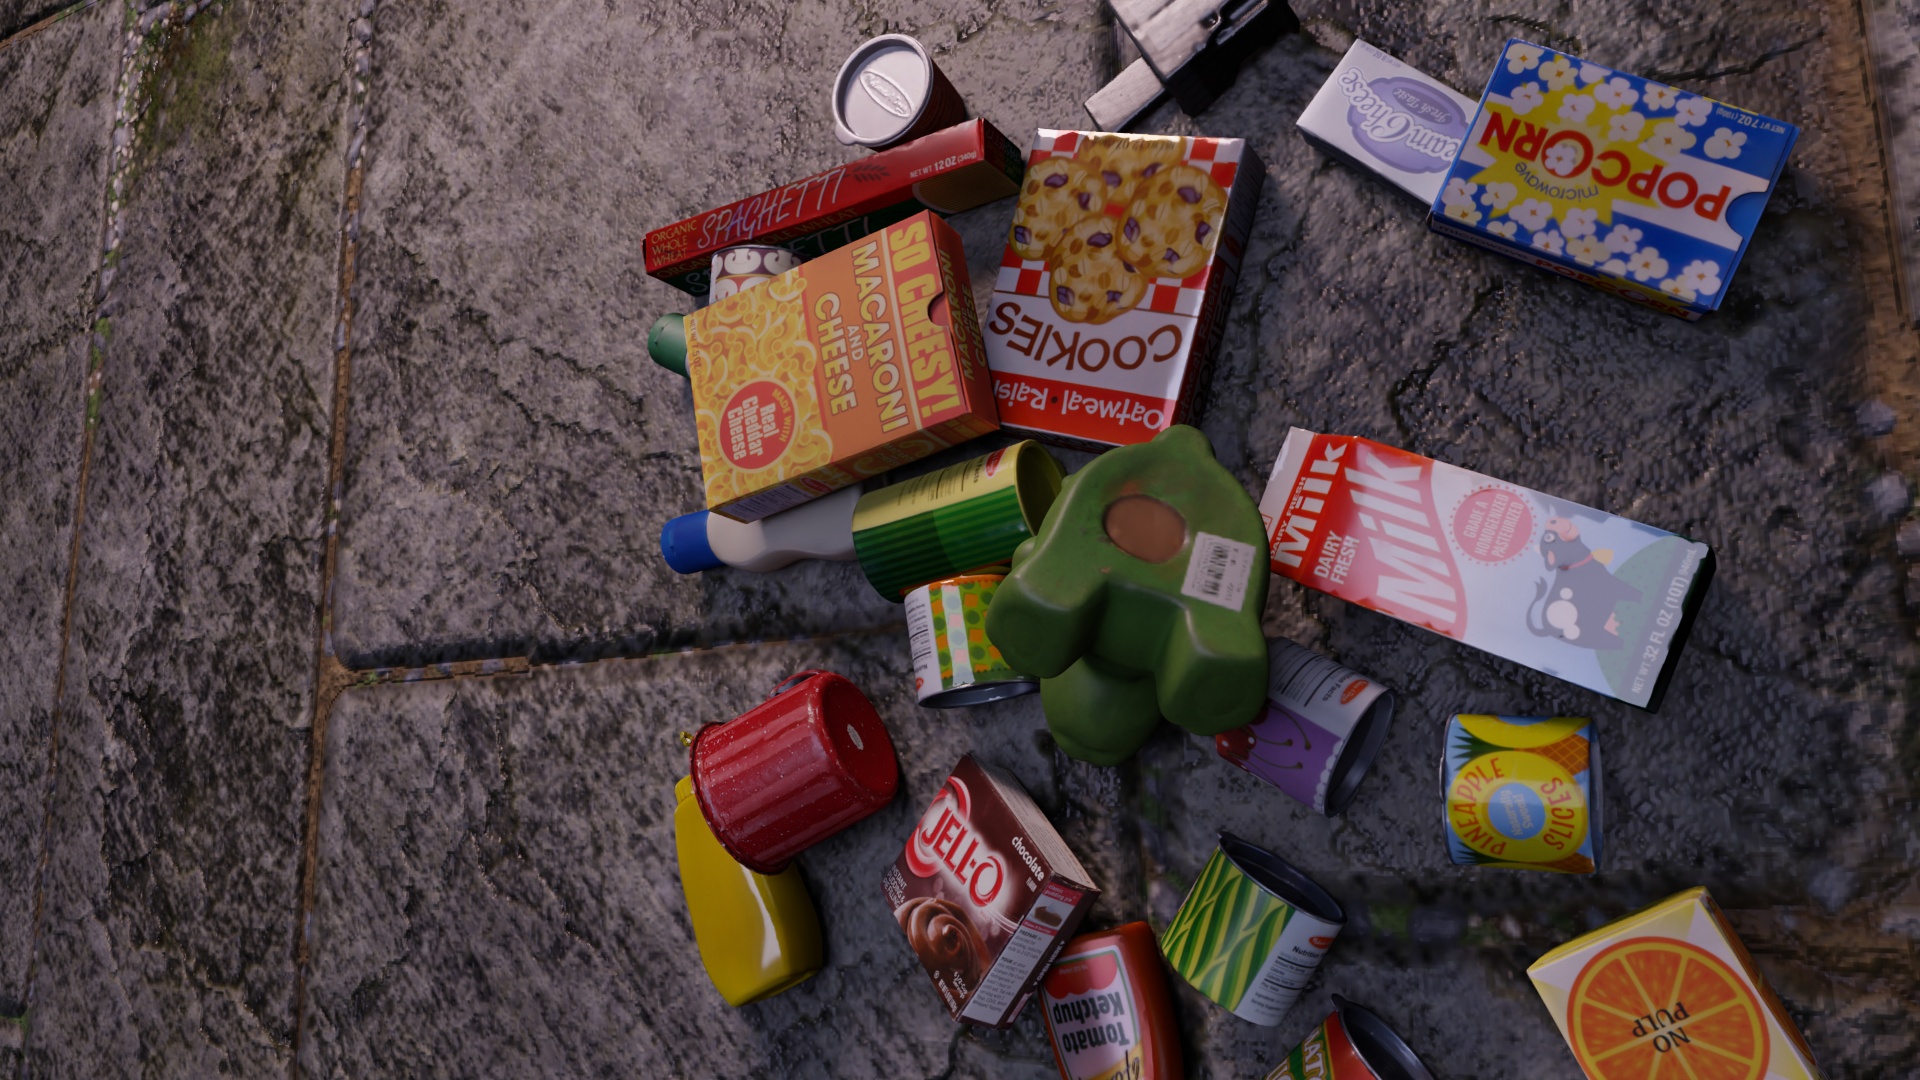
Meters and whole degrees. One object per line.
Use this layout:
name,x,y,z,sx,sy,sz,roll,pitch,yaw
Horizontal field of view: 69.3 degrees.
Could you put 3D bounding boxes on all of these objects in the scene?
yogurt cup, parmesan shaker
yogurt cup,-0.034,-0.256,0.820,0.072,0.054,0.072,-5,79,28
parmesan shaker,0.003,-0.009,0.752,0.103,0.071,0.071,-17,74,27

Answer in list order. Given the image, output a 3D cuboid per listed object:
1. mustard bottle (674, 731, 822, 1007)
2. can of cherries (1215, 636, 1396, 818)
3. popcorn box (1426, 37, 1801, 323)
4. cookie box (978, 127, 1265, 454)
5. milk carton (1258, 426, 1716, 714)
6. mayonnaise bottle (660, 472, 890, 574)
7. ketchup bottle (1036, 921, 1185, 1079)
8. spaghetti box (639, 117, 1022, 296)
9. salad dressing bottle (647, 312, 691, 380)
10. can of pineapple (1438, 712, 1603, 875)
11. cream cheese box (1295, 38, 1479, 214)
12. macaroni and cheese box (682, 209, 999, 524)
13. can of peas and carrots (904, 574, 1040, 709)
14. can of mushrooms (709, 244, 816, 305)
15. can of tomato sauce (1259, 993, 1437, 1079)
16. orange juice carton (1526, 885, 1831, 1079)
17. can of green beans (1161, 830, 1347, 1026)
mustard bottle,-0.131,0.181,0.800,0.065,0.049,0.160,-32,67,22
can of cherries,0.159,0.088,0.645,0.058,0.071,0.071,27,95,30
popcorn box,0.285,-0.159,0.616,0.127,0.038,0.085,25,93,16
cookie box,0.081,-0.131,0.742,0.123,0.040,0.167,13,87,31
milk carton,0.221,0.008,0.618,0.191,0.073,0.072,23,93,31
mayonnaise bottle,-0.111,-0.011,0.828,0.148,0.041,0.065,-13,74,28
ketchup bottle,0.081,0.264,0.669,0.064,0.043,0.149,-24,71,31
spaghetti box,-0.083,-0.197,0.840,0.250,0.050,0.029,-11,75,28
salad dressing bottle,-0.131,-0.102,0.854,0.148,0.044,0.064,27,95,31
can of pineapple,0.240,0.108,0.592,0.058,0.071,0.071,-2,80,29
cream cheese box,0.222,-0.199,0.683,0.104,0.024,0.053,42,103,28
macaroni and cheese box,-0.070,-0.093,0.768,0.166,0.040,0.124,-19,70,23
can of peas and carrots,0.009,0.054,0.736,0.071,0.071,0.059,-17,73,26
can of mushrooms,-0.116,-0.153,0.842,0.071,0.071,0.033,-2,81,29
can of tomato sauce,0.162,0.255,0.611,0.083,0.071,0.071,-49,62,14
orange juice carton,0.306,0.237,0.531,0.073,0.072,0.193,-34,66,21
can of green beans,0.134,0.180,0.641,0.071,0.071,0.057,33,99,29
